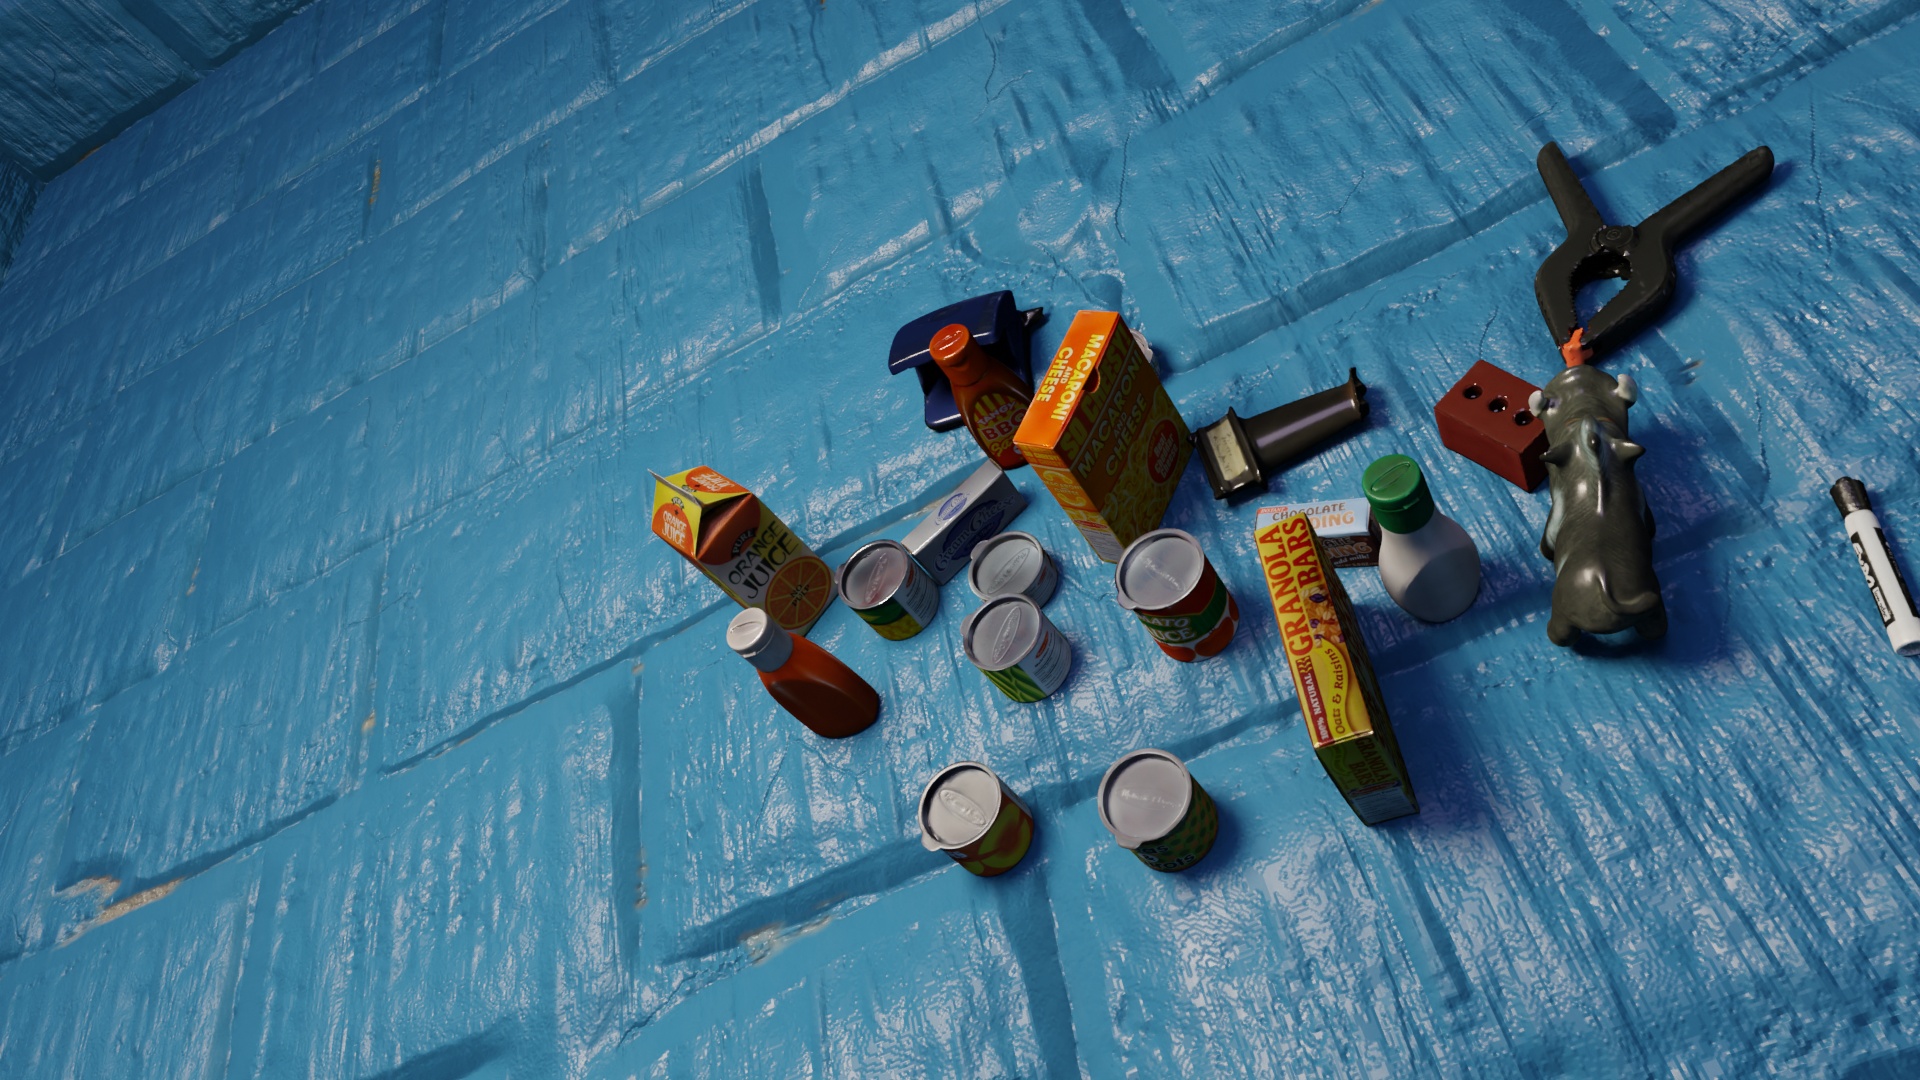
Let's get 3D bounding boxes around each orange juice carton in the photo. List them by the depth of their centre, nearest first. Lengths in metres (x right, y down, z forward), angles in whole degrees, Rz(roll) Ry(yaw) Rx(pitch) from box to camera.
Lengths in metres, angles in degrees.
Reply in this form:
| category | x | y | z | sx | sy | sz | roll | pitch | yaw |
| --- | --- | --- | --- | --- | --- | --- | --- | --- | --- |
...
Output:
| category | x | y | z | sx | sy | sz | roll | pitch | yaw |
| --- | --- | --- | --- | --- | --- | --- | --- | --- | --- |
| orange juice carton | -0.187 | 0.004 | 1.168 | 0.072 | 0.192 | 0.073 | 28 | 76 | 42 |

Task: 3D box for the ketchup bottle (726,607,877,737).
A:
| category | x | y | z | sx | sy | sz | roll | pitch | yaw |
| --- | --- | --- | --- | --- | --- | --- | --- | --- | --- |
| ketchup bottle | -0.126 | 0.104 | 1.087 | 0.064 | 0.148 | 0.044 | -16 | 51 | 22 |

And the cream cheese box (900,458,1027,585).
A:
| category | x | y | z | sx | sy | sz | roll | pitch | yaw |
| --- | --- | --- | --- | --- | --- | --- | --- | --- | --- |
| cream cheese box | 0.004 | -0.015 | 1.159 | 0.104 | 0.053 | 0.024 | -43 | 46 | -3 |

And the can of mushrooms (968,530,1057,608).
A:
| category | x | y | z | sx | sy | sz | roll | pitch | yaw |
| --- | --- | --- | --- | --- | --- | --- | --- | --- | --- |
| can of mushrooms | 0.041 | 0.027 | 1.119 | 0.071 | 0.033 | 0.071 | -16 | 51 | 21 |

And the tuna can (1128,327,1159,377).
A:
| category | x | y | z | sx | sy | sz | roll | pitch | yaw |
| --- | --- | --- | --- | --- | --- | --- | --- | --- | --- |
| tuna can | 0.137 | -0.147 | 1.187 | 0.071 | 0.032 | 0.071 | -16 | 51 | 21 |

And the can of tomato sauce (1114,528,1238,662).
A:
| category | x | y | z | sx | sy | sz | roll | pitch | yaw |
| --- | --- | --- | --- | --- | --- | --- | --- | --- | --- |
| can of tomato sauce | 0.156 | 0.042 | 1.002 | 0.071 | 0.083 | 0.071 | -17 | 51 | 22 |

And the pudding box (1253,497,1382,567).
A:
| category | x | y | z | sx | sy | sz | roll | pitch | yaw |
| --- | --- | --- | --- | --- | --- | --- | --- | --- | --- |
| pudding box | 0.258 | -0.004 | 0.995 | 0.083 | 0.049 | 0.030 | -5 | 56 | 29 |

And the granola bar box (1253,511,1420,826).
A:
| category | x | y | z | sx | sy | sz | roll | pitch | yaw |
| --- | --- | --- | --- | --- | --- | --- | --- | --- | --- |
| granola bar box | 0.240 | 0.083 | 0.892 | 0.039 | 0.124 | 0.166 | -21 | 49 | 18 |

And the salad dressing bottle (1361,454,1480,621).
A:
| category | x | y | z | sx | sy | sz | roll | pitch | yaw |
| --- | --- | --- | --- | --- | --- | --- | --- | --- | --- |
| salad dressing bottle | 0.297 | -0.001 | 0.902 | 0.064 | 0.147 | 0.044 | -35 | 46 | 6 |

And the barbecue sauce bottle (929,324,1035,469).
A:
| category | x | y | z | sx | sy | sz | roll | pitch | yaw |
| --- | --- | --- | --- | --- | --- | --- | --- | --- | --- |
| barbecue sauce bottle | 0.024 | -0.121 | 1.159 | 0.065 | 0.148 | 0.044 | -29 | 47 | 11 |

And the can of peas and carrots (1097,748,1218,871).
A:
| category | x | y | z | sx | sy | sz | roll | pitch | yaw |
| --- | --- | --- | --- | --- | --- | --- | --- | --- | --- |
| can of peas and carrots | 0.132 | 0.183 | 0.930 | 0.071 | 0.058 | 0.071 | -17 | 51 | 21 |

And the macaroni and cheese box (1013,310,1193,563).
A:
| category | x | y | z | sx | sy | sz | roll | pitch | yaw |
| --- | --- | --- | --- | --- | --- | --- | --- | --- | --- |
| macaroni and cheese box | 0.115 | -0.075 | 1.056 | 0.040 | 0.166 | 0.124 | 10 | 64 | 37 |

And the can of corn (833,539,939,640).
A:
| category | x | y | z | sx | sy | sz | roll | pitch | yaw |
| --- | --- | --- | --- | --- | --- | --- | --- | --- | --- |
| can of corn | -0.061 | 0.042 | 1.155 | 0.071 | 0.058 | 0.071 | -17 | 51 | 21 |

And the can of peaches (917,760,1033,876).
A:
| category | x | y | z | sx | sy | sz | roll | pitch | yaw |
| --- | --- | --- | --- | --- | --- | --- | --- | --- | --- |
| can of peaches | 0.010 | 0.201 | 0.994 | 0.071 | 0.058 | 0.071 | -17 | 51 | 21 |

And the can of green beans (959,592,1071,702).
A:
| category | x | y | z | sx | sy | sz | roll | pitch | yaw |
| --- | --- | --- | --- | --- | --- | --- | --- | --- | --- |
| can of green beans | 0.044 | 0.082 | 1.060 | 0.071 | 0.057 | 0.071 | -17 | 51 | 21 |
